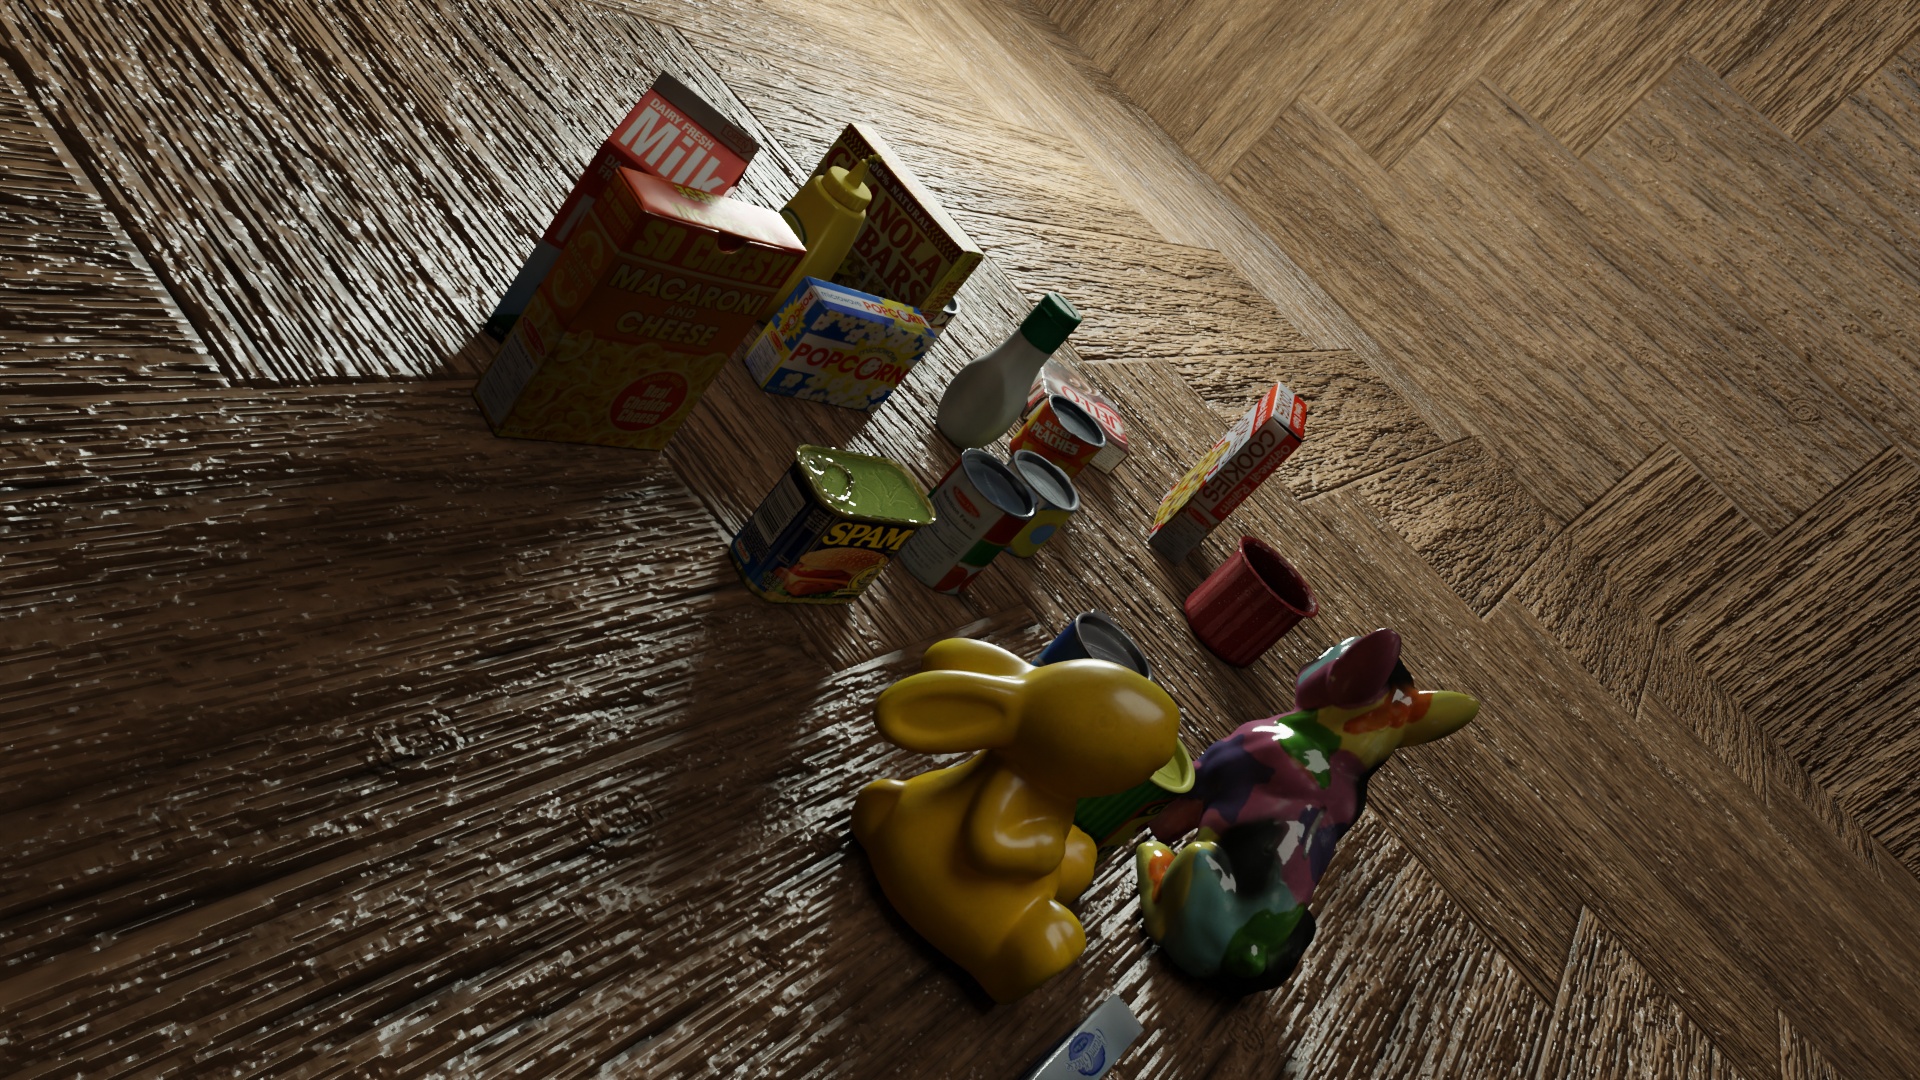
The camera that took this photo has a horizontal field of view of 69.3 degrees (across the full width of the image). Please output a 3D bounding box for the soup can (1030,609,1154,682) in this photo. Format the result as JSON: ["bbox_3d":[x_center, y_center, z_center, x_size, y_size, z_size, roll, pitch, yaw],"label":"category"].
[{"bbox_3d":[0.074,0.096,0.909,0.071,0.083,0.072,33,27,-19],"label":"soup can"}]

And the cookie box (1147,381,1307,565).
[{"bbox_3d":[0.253,-0.064,1.306,0.040,0.166,0.123,41,26,-3],"label":"cookie box"}]

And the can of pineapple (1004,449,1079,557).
[{"bbox_3d":[0.052,-0.029,1.099,0.071,0.057,0.071,33,27,-19],"label":"can of pineapple"}]

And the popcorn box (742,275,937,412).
[{"bbox_3d":[-0.090,-0.146,1.050,0.127,0.085,0.038,6,44,-51],"label":"popcorn box"}]

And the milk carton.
[{"bbox_3d":[-0.200,-0.187,0.838,0.072,0.189,0.074,36,26,-13],"label":"milk carton"}]

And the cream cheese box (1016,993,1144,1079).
[{"bbox_3d":[0.044,0.257,0.658,0.024,0.053,0.104,50,27,15],"label":"cream cheese box"}]

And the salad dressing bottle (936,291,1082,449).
[{"bbox_3d":[0.040,-0.140,1.150,0.064,0.147,0.044,53,27,20],"label":"salad dressing bottle"}]

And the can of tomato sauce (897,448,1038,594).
[{"bbox_3d":[0.003,-0.012,0.978,0.071,0.082,0.071,33,27,-19],"label":"can of tomato sauce"}]

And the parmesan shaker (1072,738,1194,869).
[{"bbox_3d":[0.078,0.148,0.814,0.071,0.102,0.072,33,27,-19],"label":"parmesan shaker"}]

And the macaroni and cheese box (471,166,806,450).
[{"bbox_3d":[-0.182,-0.125,0.797,0.124,0.165,0.040,2,47,-54],"label":"macaroni and cheese box"}]

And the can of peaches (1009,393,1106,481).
[{"bbox_3d":[0.085,-0.087,1.233,0.071,0.058,0.071,33,27,-19],"label":"can of peaches"}]

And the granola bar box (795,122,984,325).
[{"bbox_3d":[-0.074,-0.257,1.195,0.166,0.123,0.039,51,27,17],"label":"granola bar box"}]

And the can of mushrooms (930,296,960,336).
[{"bbox_3d":[-0.036,-0.223,1.300,0.071,0.033,0.071,33,27,-19],"label":"can of mushrooms"}]

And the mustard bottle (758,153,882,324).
[{"bbox_3d":[-0.114,-0.240,1.074,0.049,0.159,0.065,5,44,-52],"label":"mustard bottle"}]
